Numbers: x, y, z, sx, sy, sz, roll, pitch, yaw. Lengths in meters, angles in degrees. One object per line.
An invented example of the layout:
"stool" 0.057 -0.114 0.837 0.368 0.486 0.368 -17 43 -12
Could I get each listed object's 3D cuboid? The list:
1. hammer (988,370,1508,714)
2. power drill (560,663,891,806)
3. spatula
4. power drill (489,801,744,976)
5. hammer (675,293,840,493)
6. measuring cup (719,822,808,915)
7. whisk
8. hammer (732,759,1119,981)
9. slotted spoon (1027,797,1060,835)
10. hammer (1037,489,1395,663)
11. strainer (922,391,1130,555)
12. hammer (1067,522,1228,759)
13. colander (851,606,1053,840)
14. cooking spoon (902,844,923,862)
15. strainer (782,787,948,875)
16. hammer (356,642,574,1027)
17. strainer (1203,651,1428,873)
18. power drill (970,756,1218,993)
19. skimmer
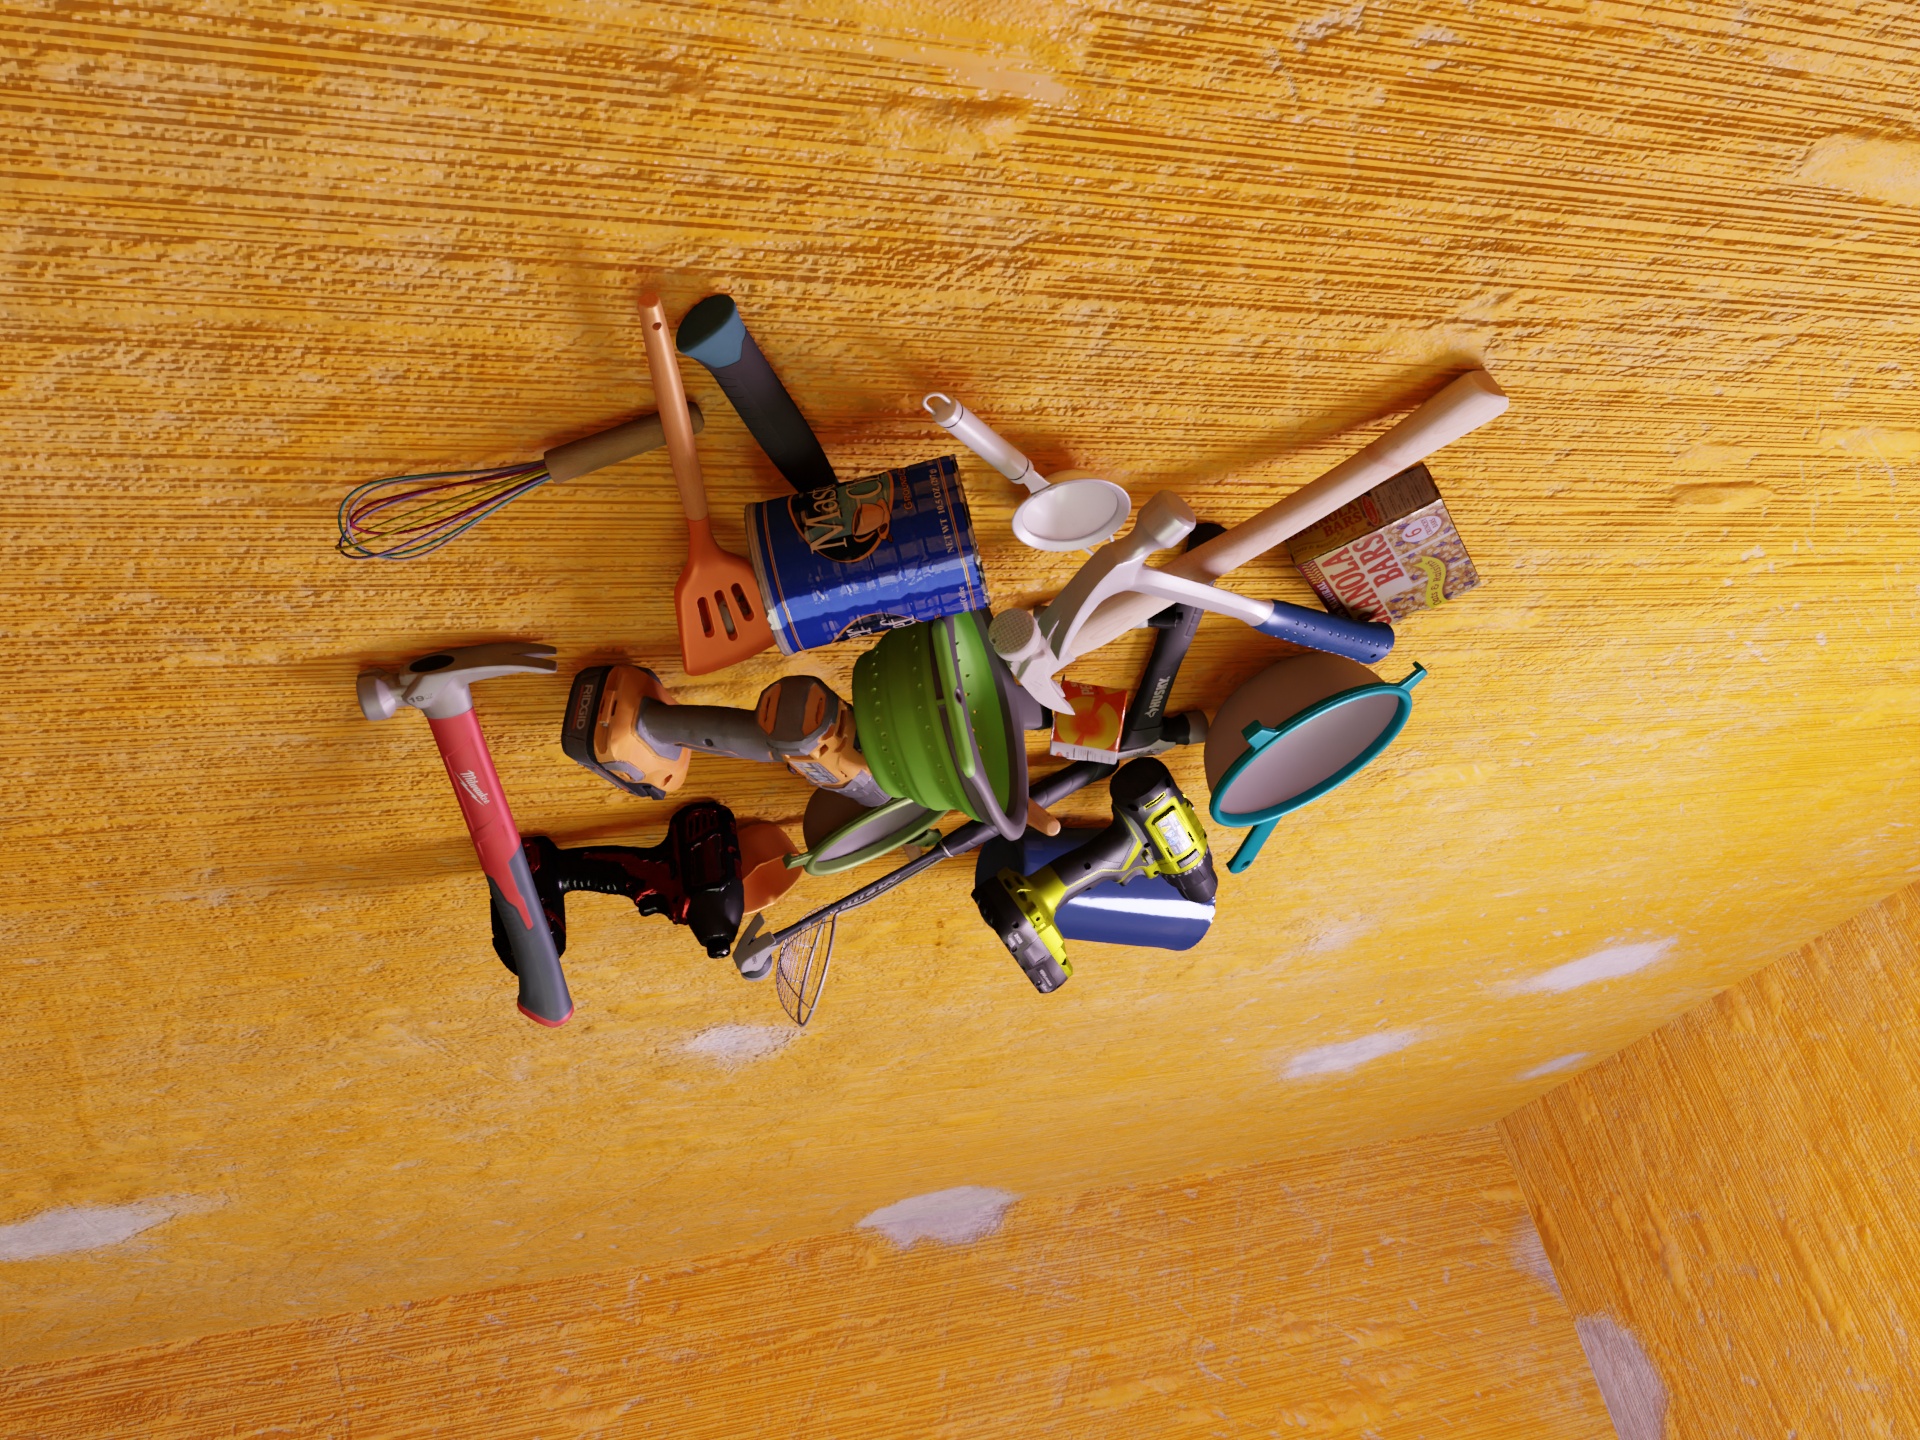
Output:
"hammer" 0.221 -0.135 1.200 0.410 0.038 0.146 -30 152 9
"power drill" -0.167 0.020 1.230 0.226 0.084 0.185 2 161 19
"spatula" -0.167 -0.142 1.011 0.081 0.041 0.322 -24 151 -13
"power drill" -0.304 0.159 1.432 0.219 0.143 0.078 -9 154 -5
"hammer" -0.102 -0.165 1.059 0.128 0.033 0.330 -19 151 9
"measuring cup" -0.164 0.116 1.528 0.173 0.052 0.095 -35 155 -14
"whisk" -0.278 -0.153 0.999 0.245 0.051 0.047 -20 172 0
"hammer" -0.028 0.125 1.488 0.409 0.036 0.149 -28 167 -14
"slotted spoon" 0.030 0.056 1.344 0.070 0.031 0.314 1 -171 -15
"hammer" 0.218 -0.081 1.215 0.405 0.035 0.144 8 137 -49
"strainer" 0.044 -0.171 1.086 0.087 0.050 0.258 -23 156 23
"hammer" 0.176 -0.059 1.377 0.146 0.035 0.334 -9 151 -11
"colander" -0.002 -0.004 1.243 0.094 0.204 0.397 -12 176 12
"cooking spoon" -0.068 0.078 1.524 0.069 0.017 0.318 -20 151 -1
"strainer" -0.070 0.080 1.462 0.151 0.069 0.256 -31 166 9
"hammer" -0.353 0.105 1.275 0.143 0.038 0.385 -11 129 -6
"strainer" 0.295 0.036 1.527 0.211 0.095 0.340 -19 153 -20
"power drill" 0.143 0.162 1.563 0.228 0.080 0.190 -35 129 -3
"skimmer" -0.038 0.179 1.603 0.363 0.127 0.090 -32 109 6
